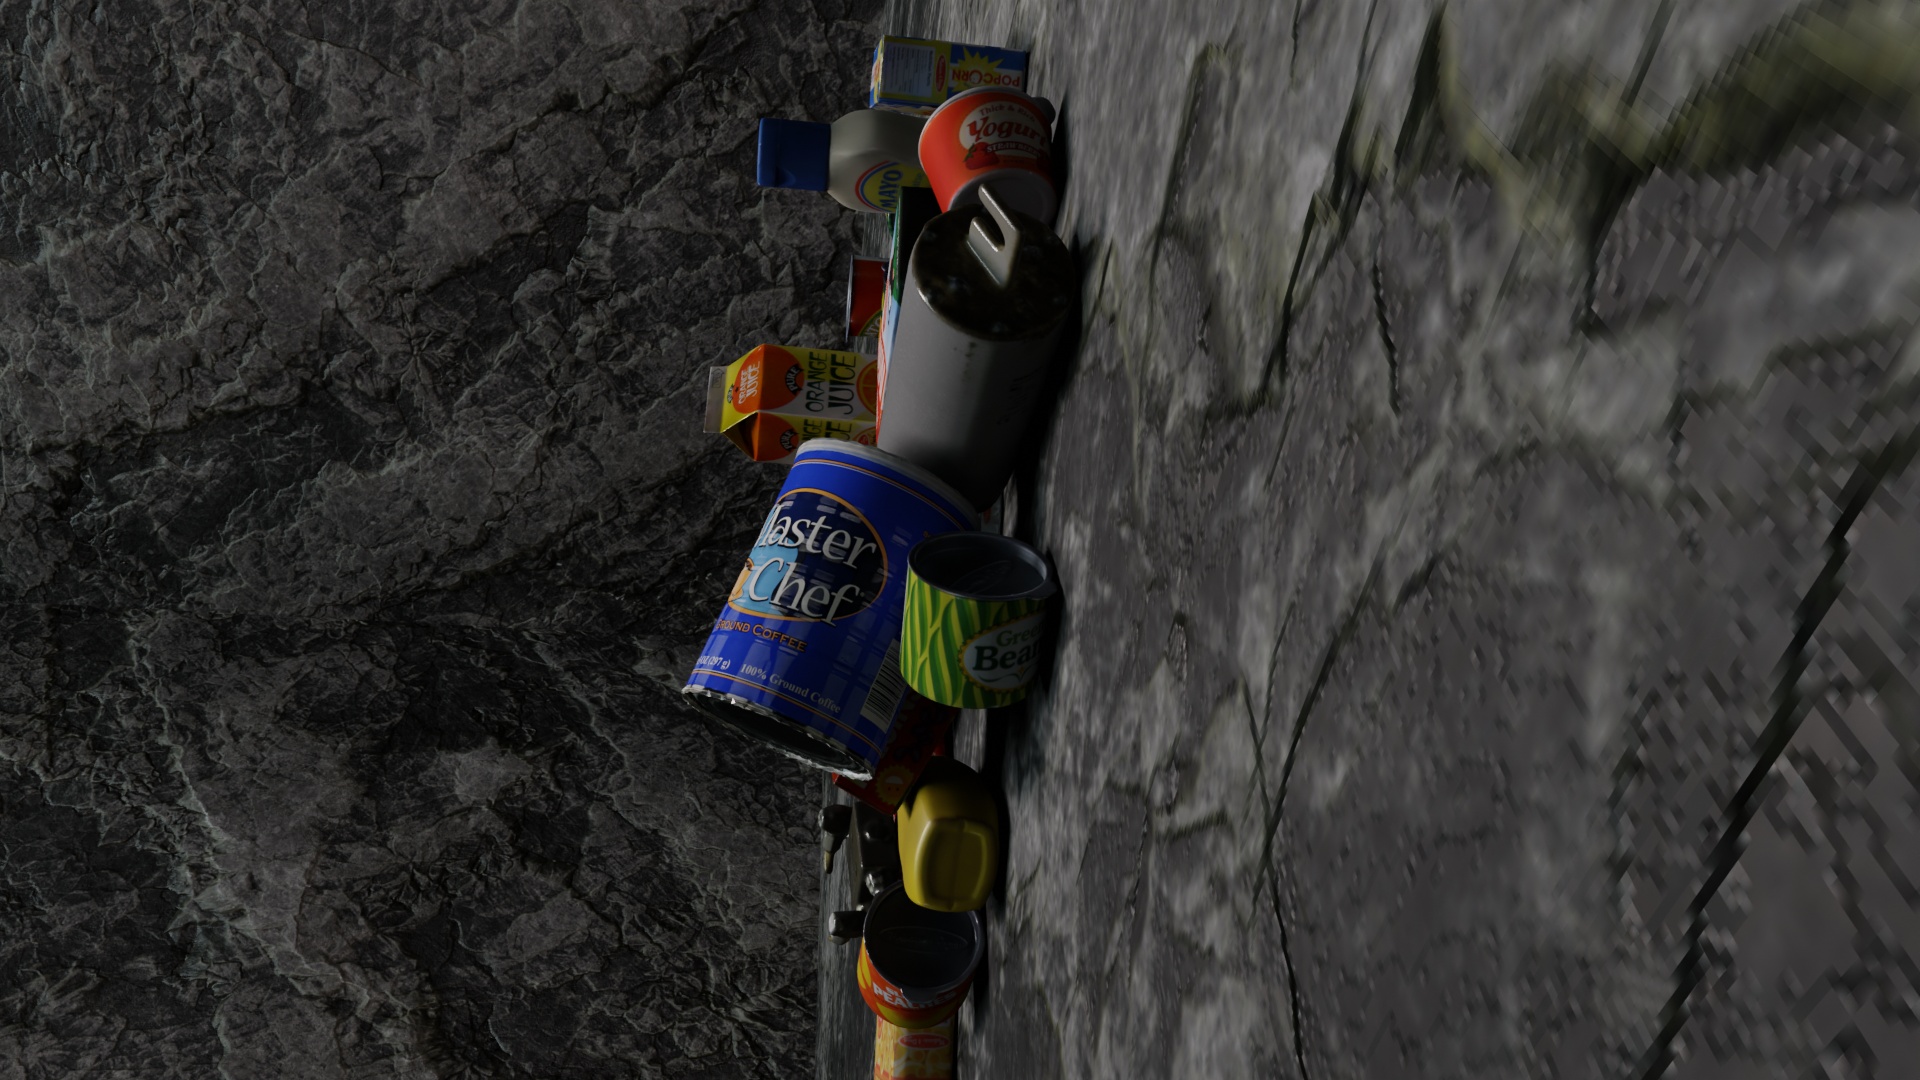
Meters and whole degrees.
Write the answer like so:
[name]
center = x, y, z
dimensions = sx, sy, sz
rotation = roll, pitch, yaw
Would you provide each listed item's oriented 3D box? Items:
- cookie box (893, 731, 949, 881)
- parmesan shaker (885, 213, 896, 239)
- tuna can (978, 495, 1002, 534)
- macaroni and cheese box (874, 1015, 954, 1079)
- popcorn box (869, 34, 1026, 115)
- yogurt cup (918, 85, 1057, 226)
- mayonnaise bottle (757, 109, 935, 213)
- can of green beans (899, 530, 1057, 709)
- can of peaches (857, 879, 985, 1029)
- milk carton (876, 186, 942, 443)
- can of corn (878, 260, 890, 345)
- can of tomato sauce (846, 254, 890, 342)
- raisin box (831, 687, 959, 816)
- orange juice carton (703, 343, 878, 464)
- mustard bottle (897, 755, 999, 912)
[cookie box]
center = -0.036, 0.205, 0.988
dimensions = 0.123, 0.040, 0.166
rotation = -97, 12, -46
[parmesan shaker]
center = -0.023, -0.251, 1.024
dimensions = 0.103, 0.071, 0.071
rotation = -103, 18, -65
[tuna can]
center = 0.003, -0.010, 0.820
dimensions = 0.071, 0.033, 0.071
rotation = -173, 87, -82
[macaroni and cheese box]
center = -0.031, 0.337, 0.883
dimensions = 0.123, 0.040, 0.167
rotation = 117, 156, -72
[popcorn box]
center = -0.011, -0.283, 0.857
dimensions = 0.127, 0.085, 0.038
rotation = -111, 26, -74
[yogurt cup]
center = 0.016, -0.180, 0.685
dimensions = 0.072, 0.072, 0.054
rotation = 104, 160, -54
[mayonnaise bottle]
center = -0.035, -0.204, 0.756
dimensions = 0.064, 0.148, 0.041
rotation = 107, 165, -62
[can of green beans]
center = 0.007, 0.036, 0.633
dimensions = 0.071, 0.071, 0.057
rotation = -101, 15, -64
[can of peaches]
center = -0.023, 0.231, 0.767
dimensions = 0.057, 0.071, 0.071
rotation = 102, 169, -51
[milk carton]
center = -0.009, -0.112, 0.805
dimensions = 0.189, 0.073, 0.072
rotation = 106, 165, -61
[can of corn]
center = -0.026, -0.158, 0.973
dimensions = 0.071, 0.071, 0.058
rotation = -96, 11, -52
[can of tomato sauce]
center = -0.050, -0.195, 1.134
dimensions = 0.071, 0.083, 0.071
rotation = -174, 87, -83
[raisin box]
center = -0.024, 0.083, 0.764
dimensions = 0.123, 0.040, 0.086
rotation = -58, 8, -3
[orange juice carton]
center = -0.112, -0.108, 1.146
dimensions = 0.072, 0.193, 0.072
rotation = 106, 167, -56
[mustard bottle]
center = -0.010, 0.152, 0.776
dimensions = 0.160, 0.049, 0.065
rotation = -123, 42, -80
